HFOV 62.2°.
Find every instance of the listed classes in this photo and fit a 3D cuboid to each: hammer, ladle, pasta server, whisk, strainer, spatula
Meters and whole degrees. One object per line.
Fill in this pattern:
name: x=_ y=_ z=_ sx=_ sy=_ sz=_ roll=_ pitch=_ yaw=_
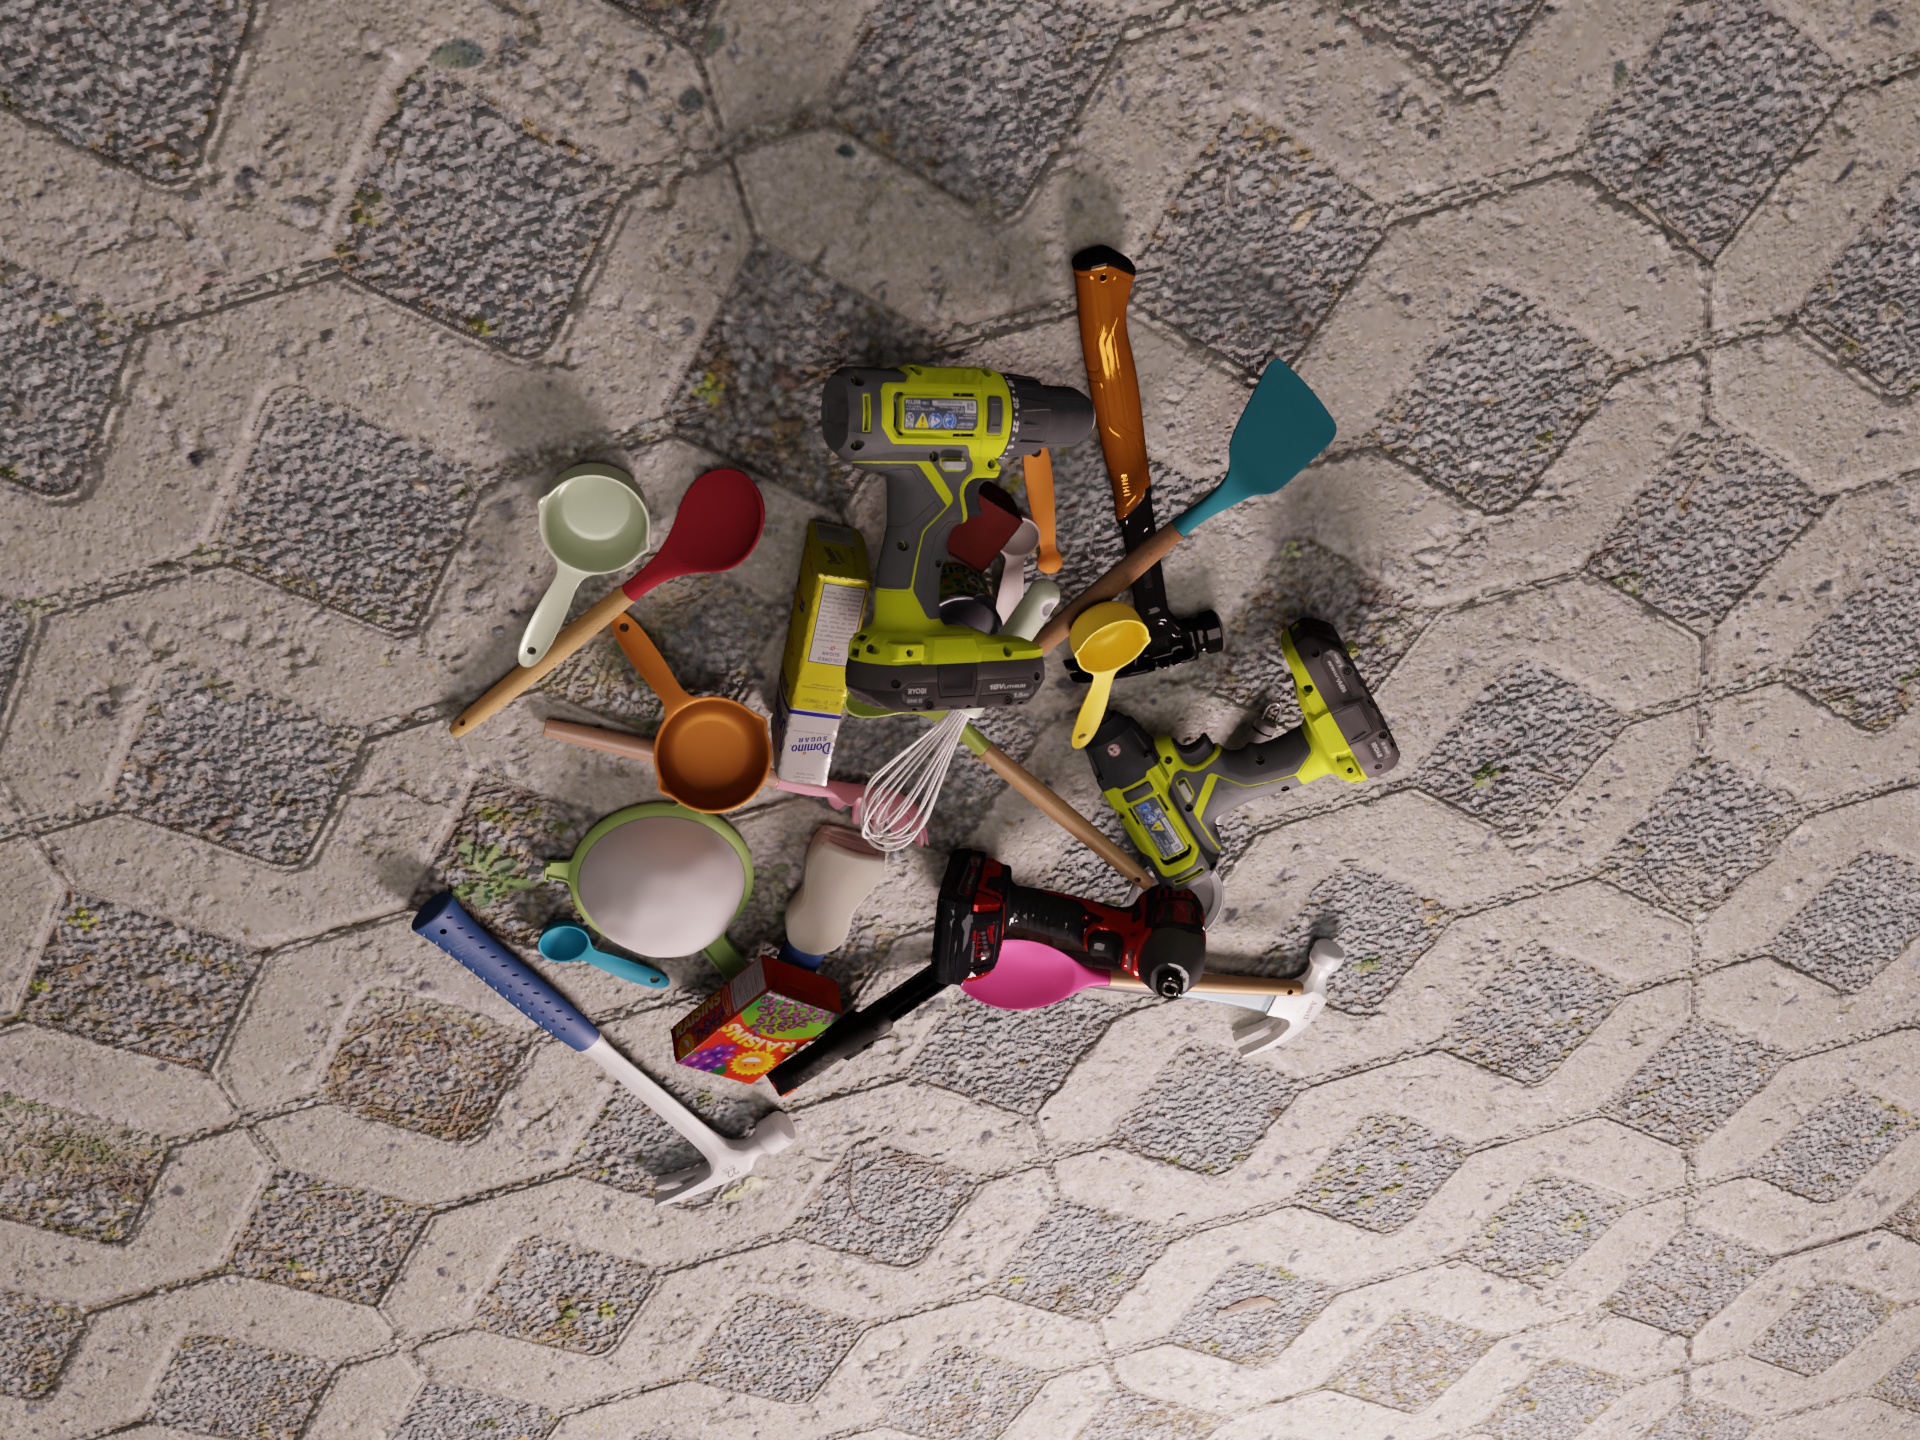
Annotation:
hammer: x=0.116 y=-0.180 z=1.171 sx=0.127 sy=0.034 sz=0.336 roll=-15 pitch=123 yaw=-2
ladle: x=0.036 y=0.045 z=1.254 sx=0.320 sy=0.062 sz=0.078 roll=40 pitch=123 yaw=-18
pasta server: x=-0.173 y=0.048 z=1.260 sx=0.316 sy=0.060 sz=0.040 roll=14 pitch=78 yaw=-15
hammer: x=0.179 y=0.234 z=1.442 sx=0.331 sy=0.033 sz=0.128 roll=11 pitch=118 yaw=-16
hammer: x=-0.321 y=0.290 z=1.386 sx=0.144 sy=0.035 sz=0.405 roll=-33 pitch=121 yaw=11
whisk: x=-0.002 y=-0.004 z=1.182 sx=0.246 sy=0.059 sz=0.057 roll=-55 pitch=150 yaw=15
strainer: x=-0.218 y=0.183 z=1.317 sx=0.151 sy=0.069 sz=0.256 roll=-28 pitch=121 yaw=7
spatula: x=0.139 y=-0.129 z=1.175 sx=0.317 sy=0.044 sz=0.082 roll=-40 pitch=122 yaw=18
strainer: x=0.211 y=0.094 z=1.357 sx=0.086 sy=0.050 sz=0.258 roll=19 pitch=111 yaw=-15
ladle: x=-0.263 y=-0.078 z=1.168 sx=0.315 sy=0.031 sz=0.069 roll=-35 pitch=80 yaw=16

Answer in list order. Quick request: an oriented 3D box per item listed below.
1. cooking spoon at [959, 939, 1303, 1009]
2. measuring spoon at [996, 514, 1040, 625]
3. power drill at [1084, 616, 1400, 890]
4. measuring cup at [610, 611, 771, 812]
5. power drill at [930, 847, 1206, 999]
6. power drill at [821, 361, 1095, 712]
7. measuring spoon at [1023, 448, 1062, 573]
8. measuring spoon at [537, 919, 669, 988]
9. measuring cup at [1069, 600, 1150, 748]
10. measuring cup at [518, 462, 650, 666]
cooking spoon: x=0.154 y=0.229 z=1.404 sx=0.318 sy=0.017 sz=0.068 roll=5 pitch=110 yaw=-13
measuring spoon: x=0.038 y=-0.106 z=1.218 sx=0.034 sy=0.018 sz=0.124 roll=3 pitch=128 yaw=-5
power drill: x=0.219 y=0.018 z=1.275 sx=0.223 sy=0.080 sz=0.171 roll=-28 pitch=104 yaw=14
measuring cup: x=-0.213 y=-0.008 z=1.209 sx=0.095 sy=0.052 sz=0.173 roll=-35 pitch=92 yaw=-10
power drill: x=0.091 y=0.174 z=1.298 sx=0.219 sy=0.143 sz=0.078 roll=7 pitch=110 yaw=5
power drill: x=0.003 y=-0.127 z=1.085 sx=0.190 sy=0.080 sz=0.228 roll=-4 pitch=101 yaw=-26
measuring spoon: x=0.062 y=-0.160 z=1.187 sx=0.021 sy=0.011 sz=0.116 roll=-12 pitch=123 yaw=-3
measuring spoon: x=-0.300 y=0.198 z=1.348 sx=0.128 sy=0.021 sz=0.042 roll=31 pitch=114 yaw=-35
measuring cup: x=0.101 y=-0.034 z=1.218 sx=0.062 sy=0.029 sz=0.156 roll=-11 pitch=146 yaw=-18
measuring cup: x=-0.280 y=-0.111 z=1.143 sx=0.083 sy=0.038 sz=0.167 roll=23 pitch=117 yaw=-22
